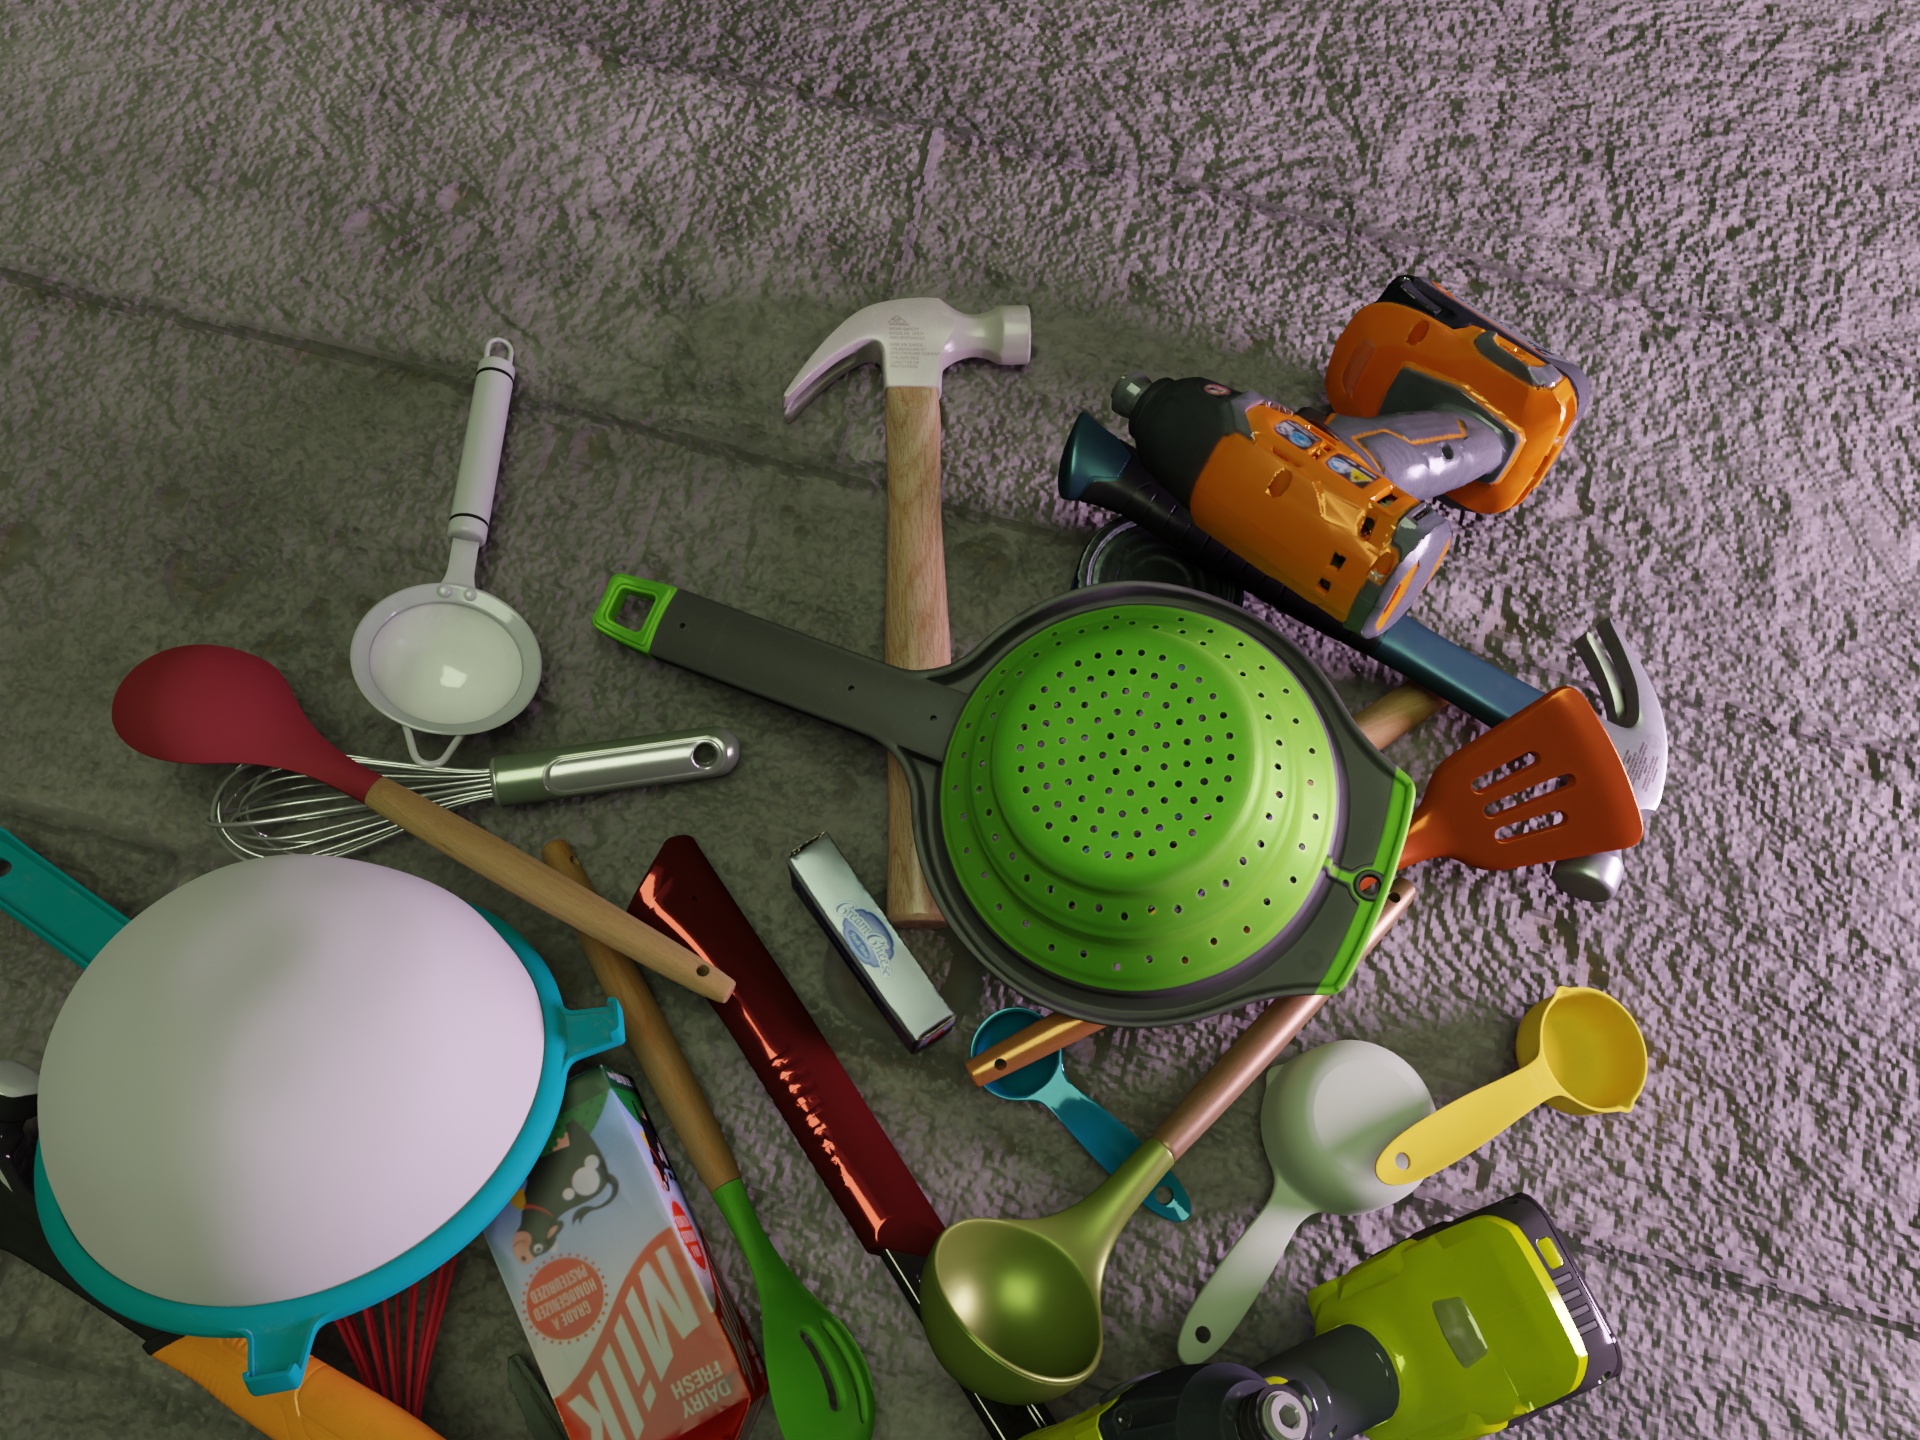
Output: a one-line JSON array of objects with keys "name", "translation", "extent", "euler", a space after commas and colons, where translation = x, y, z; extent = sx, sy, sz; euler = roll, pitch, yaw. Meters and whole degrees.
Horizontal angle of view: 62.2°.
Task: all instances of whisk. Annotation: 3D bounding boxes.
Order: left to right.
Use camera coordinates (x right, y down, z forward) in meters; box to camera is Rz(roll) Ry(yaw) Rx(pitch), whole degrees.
[{"name": "whisk", "translation": [-0.237, 0.279, 0.666], "extent": [0.073, 0.073, 0.296], "euler": [-8, 78, -4]}, {"name": "whisk", "translation": [-0.228, 0.030, 0.753], "extent": [0.246, 0.059, 0.058], "euler": [-8, 99, -9]}, {"name": "whisk", "translation": [0.139, 0.039, 0.766], "extent": [0.245, 0.047, 0.051], "euler": [-31, 88, -15]}]

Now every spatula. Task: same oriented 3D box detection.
[{"name": "spatula", "translation": [0.149, 0.088, 0.717], "extent": [0.322, 0.041, 0.081], "euler": [-26, 95, -5]}]

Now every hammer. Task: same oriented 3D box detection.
[{"name": "hammer", "translation": [-0.294, 0.263, 0.636], "extent": [0.337, 0.034, 0.127], "euler": [23, 90, 15]}, {"name": "hammer", "translation": [-0.033, 0.197, 0.696], "extent": [0.149, 0.036, 0.359], "euler": [-21, 65, -37]}, {"name": "hammer", "translation": [-0.025, -0.062, 0.796], "extent": [0.130, 0.031, 0.331], "euler": [-1, 72, -2]}, {"name": "hammer", "translation": [0.190, -0.049, 0.768], "extent": [0.331, 0.033, 0.128], "euler": [31, 69, 2]}]

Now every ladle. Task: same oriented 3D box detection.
[{"name": "ladle", "translation": [-0.239, 0.045, 0.705], "extent": [0.315, 0.031, 0.069], "euler": [28, 51, 5]}, {"name": "ladle", "translation": [0.106, 0.163, 0.685], "extent": [0.078, 0.062, 0.320], "euler": [41, 61, 19]}]

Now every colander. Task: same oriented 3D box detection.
[{"name": "colander", "translation": [-0.001, -0.002, 0.701], "extent": [0.397, 0.094, 0.204], "euler": [20, 79, 14]}]

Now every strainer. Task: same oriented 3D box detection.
[{"name": "strainer", "translation": [-0.322, 0.098, 0.653], "extent": [0.340, 0.095, 0.211], "euler": [25, 50, 23]}, {"name": "strainer", "translation": [-0.244, -0.086, 0.789], "extent": [0.086, 0.050, 0.259], "euler": [10, 63, -17]}]

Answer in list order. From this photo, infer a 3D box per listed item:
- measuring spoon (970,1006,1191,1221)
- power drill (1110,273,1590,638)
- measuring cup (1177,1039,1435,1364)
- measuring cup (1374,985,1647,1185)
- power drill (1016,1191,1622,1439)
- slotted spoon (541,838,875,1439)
[{"name": "measuring spoon", "translation": [0.056, 0.183, 0.732], "extent": [0.128, 0.021, 0.042], "euler": [44, 81, 2]}, {"name": "power drill", "translation": [0.183, -0.138, 0.750], "extent": [0.164, 0.084, 0.226], "euler": [38, 45, 20]}, {"name": "measuring cup", "translation": [0.149, 0.211, 0.697], "extent": [0.083, 0.038, 0.167], "euler": [40, 65, 8]}, {"name": "measuring cup", "translation": [0.241, 0.171, 0.715], "extent": [0.156, 0.029, 0.062], "euler": [-22, 76, -22]}, {"name": "power drill", "translation": [0.134, 0.254, 0.596], "extent": [0.223, 0.171, 0.080], "euler": [-7, 60, -34]}, {"name": "slotted spoon", "translation": [-0.117, 0.184, 0.707], "extent": [0.031, 0.070, 0.314], "euler": [-37, 70, 14]}]
